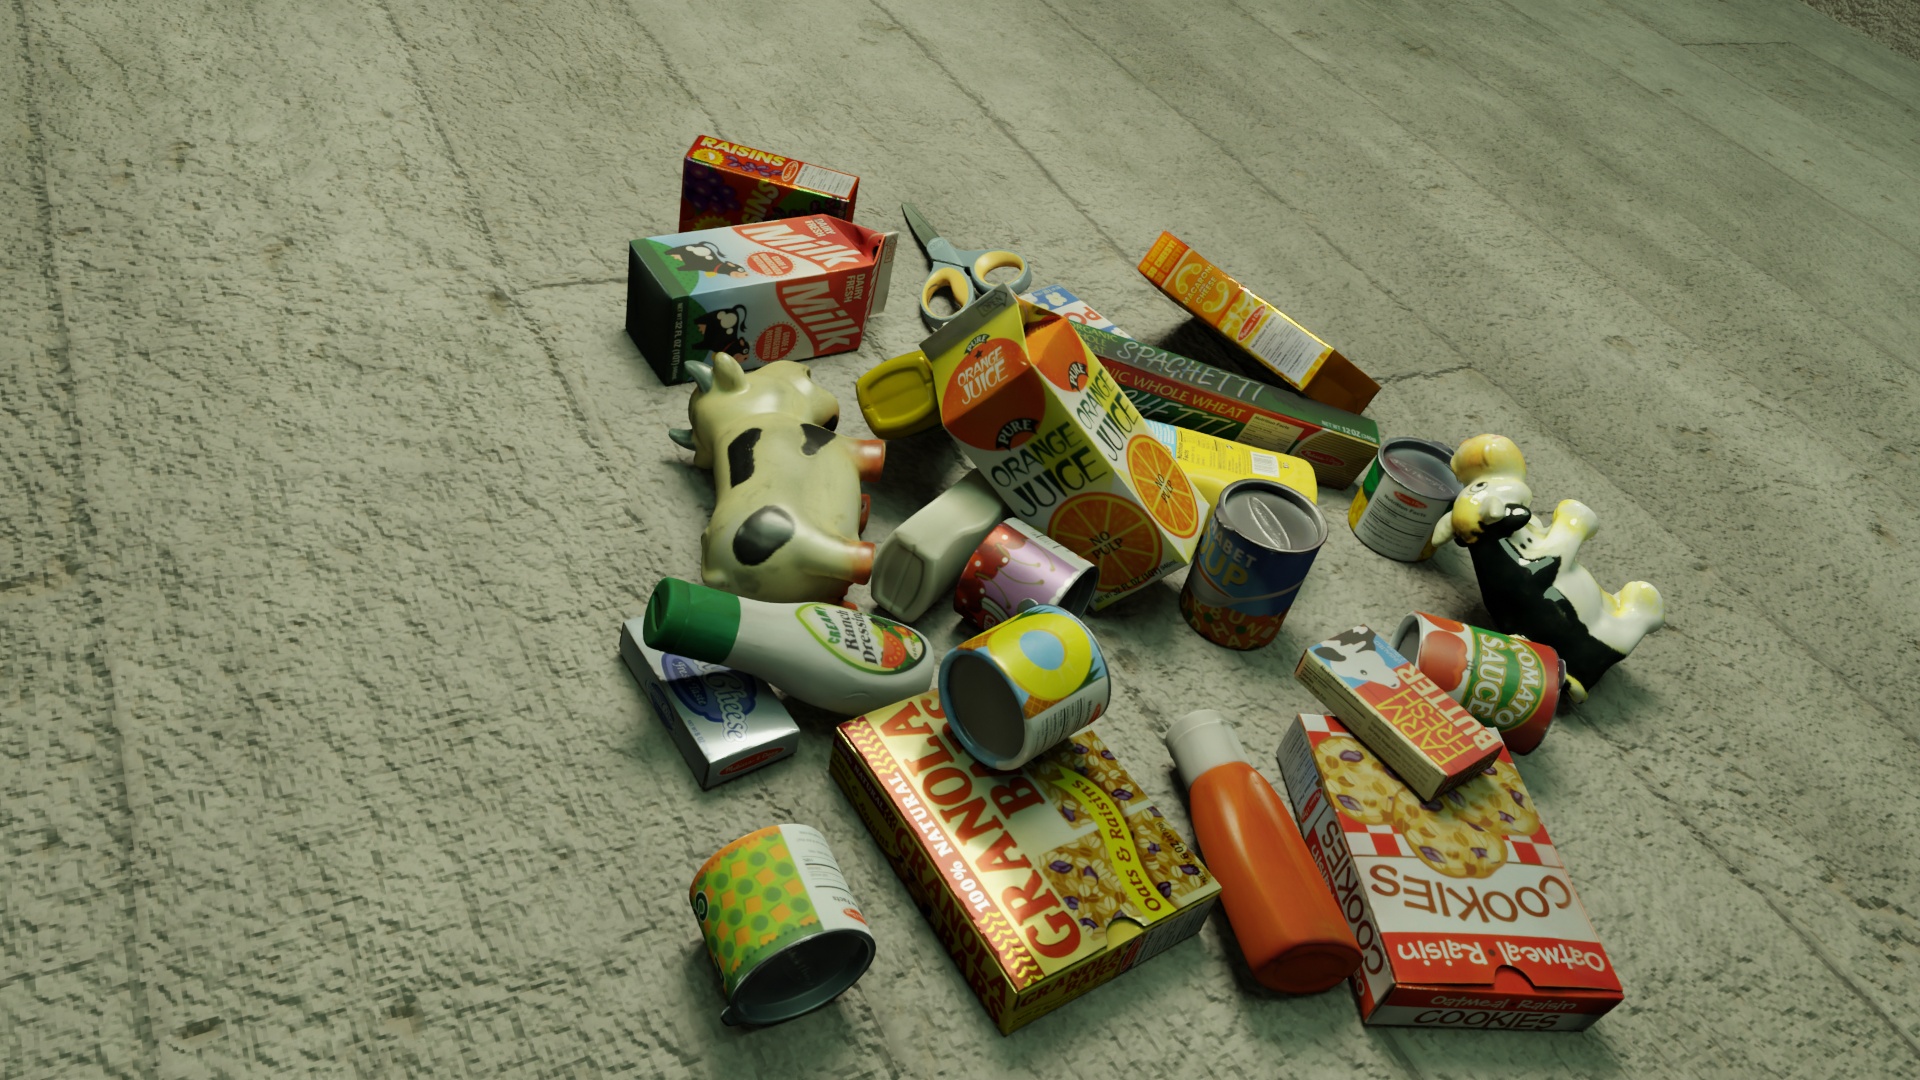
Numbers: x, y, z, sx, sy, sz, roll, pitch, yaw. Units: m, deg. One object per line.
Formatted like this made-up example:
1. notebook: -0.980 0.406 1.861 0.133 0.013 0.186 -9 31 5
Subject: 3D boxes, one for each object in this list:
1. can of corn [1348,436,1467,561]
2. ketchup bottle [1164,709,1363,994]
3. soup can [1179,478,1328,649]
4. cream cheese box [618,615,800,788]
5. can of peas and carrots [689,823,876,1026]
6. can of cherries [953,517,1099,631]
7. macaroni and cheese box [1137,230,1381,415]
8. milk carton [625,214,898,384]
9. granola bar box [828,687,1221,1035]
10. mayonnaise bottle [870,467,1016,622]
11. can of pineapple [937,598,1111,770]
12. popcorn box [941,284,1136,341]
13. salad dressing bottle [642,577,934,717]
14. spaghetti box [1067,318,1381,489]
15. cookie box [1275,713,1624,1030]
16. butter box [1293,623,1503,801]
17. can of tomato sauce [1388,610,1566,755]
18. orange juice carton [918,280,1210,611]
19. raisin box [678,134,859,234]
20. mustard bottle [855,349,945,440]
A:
1. can of corn: 0.308 -0.029 0.951 0.071 0.058 0.071 9 41 -8
2. ketchup bottle: 0.147 0.152 0.703 0.064 0.043 0.149 24 31 -35
3. soup can: 0.173 0.015 0.840 0.071 0.083 0.072 9 41 -8
4. cream cheese box: -0.131 0.077 0.720 0.053 0.024 0.104 -16 50 -33
5. can of peas and carrots: -0.080 0.168 0.604 0.071 0.070 0.059 -10 46 -27
6. can of cherries: 0.036 0.031 0.795 0.058 0.071 0.072 32 43 19
7. macaroni and cheese box: 0.223 -0.158 1.042 0.167 0.040 0.124 43 15 29
8. milk carton: -0.129 -0.173 0.966 0.191 0.072 0.074 -16 49 -31
9. granola bar box: 0.029 0.141 0.686 0.124 0.038 0.166 -16 49 -31
10. mayonnaise bottle: 0.003 -0.010 0.835 0.041 0.064 0.149 33 40 12
11. can of pineapple: 0.030 0.071 0.685 0.058 0.070 0.071 -24 54 -37
12. popcorn box: 0.055 -0.136 1.007 0.127 0.038 0.085 -26 57 -38
13. salad dressing bottle: -0.087 0.054 0.711 0.148 0.043 0.064 17 30 -28
14. spaghetti box: 0.168 -0.093 0.955 0.250 0.050 0.029 16 48 -13
15. cookie box: 0.248 0.168 0.723 0.123 0.040 0.168 6 41 -12
16. butter box: 0.238 0.092 0.759 0.053 0.024 0.104 -18 49 -34
17. can of tomato sauce: 0.297 0.082 0.813 0.083 0.070 0.071 16 41 1
18. orange juice carton: 0.059 -0.059 0.822 0.192 0.071 0.073 50 34 -13
19. raisin box: -0.143 -0.239 1.026 0.123 0.085 0.040 15 45 0
20. mustard bottle: -0.018 -0.095 0.905 0.065 0.049 0.160 -20 1 16
